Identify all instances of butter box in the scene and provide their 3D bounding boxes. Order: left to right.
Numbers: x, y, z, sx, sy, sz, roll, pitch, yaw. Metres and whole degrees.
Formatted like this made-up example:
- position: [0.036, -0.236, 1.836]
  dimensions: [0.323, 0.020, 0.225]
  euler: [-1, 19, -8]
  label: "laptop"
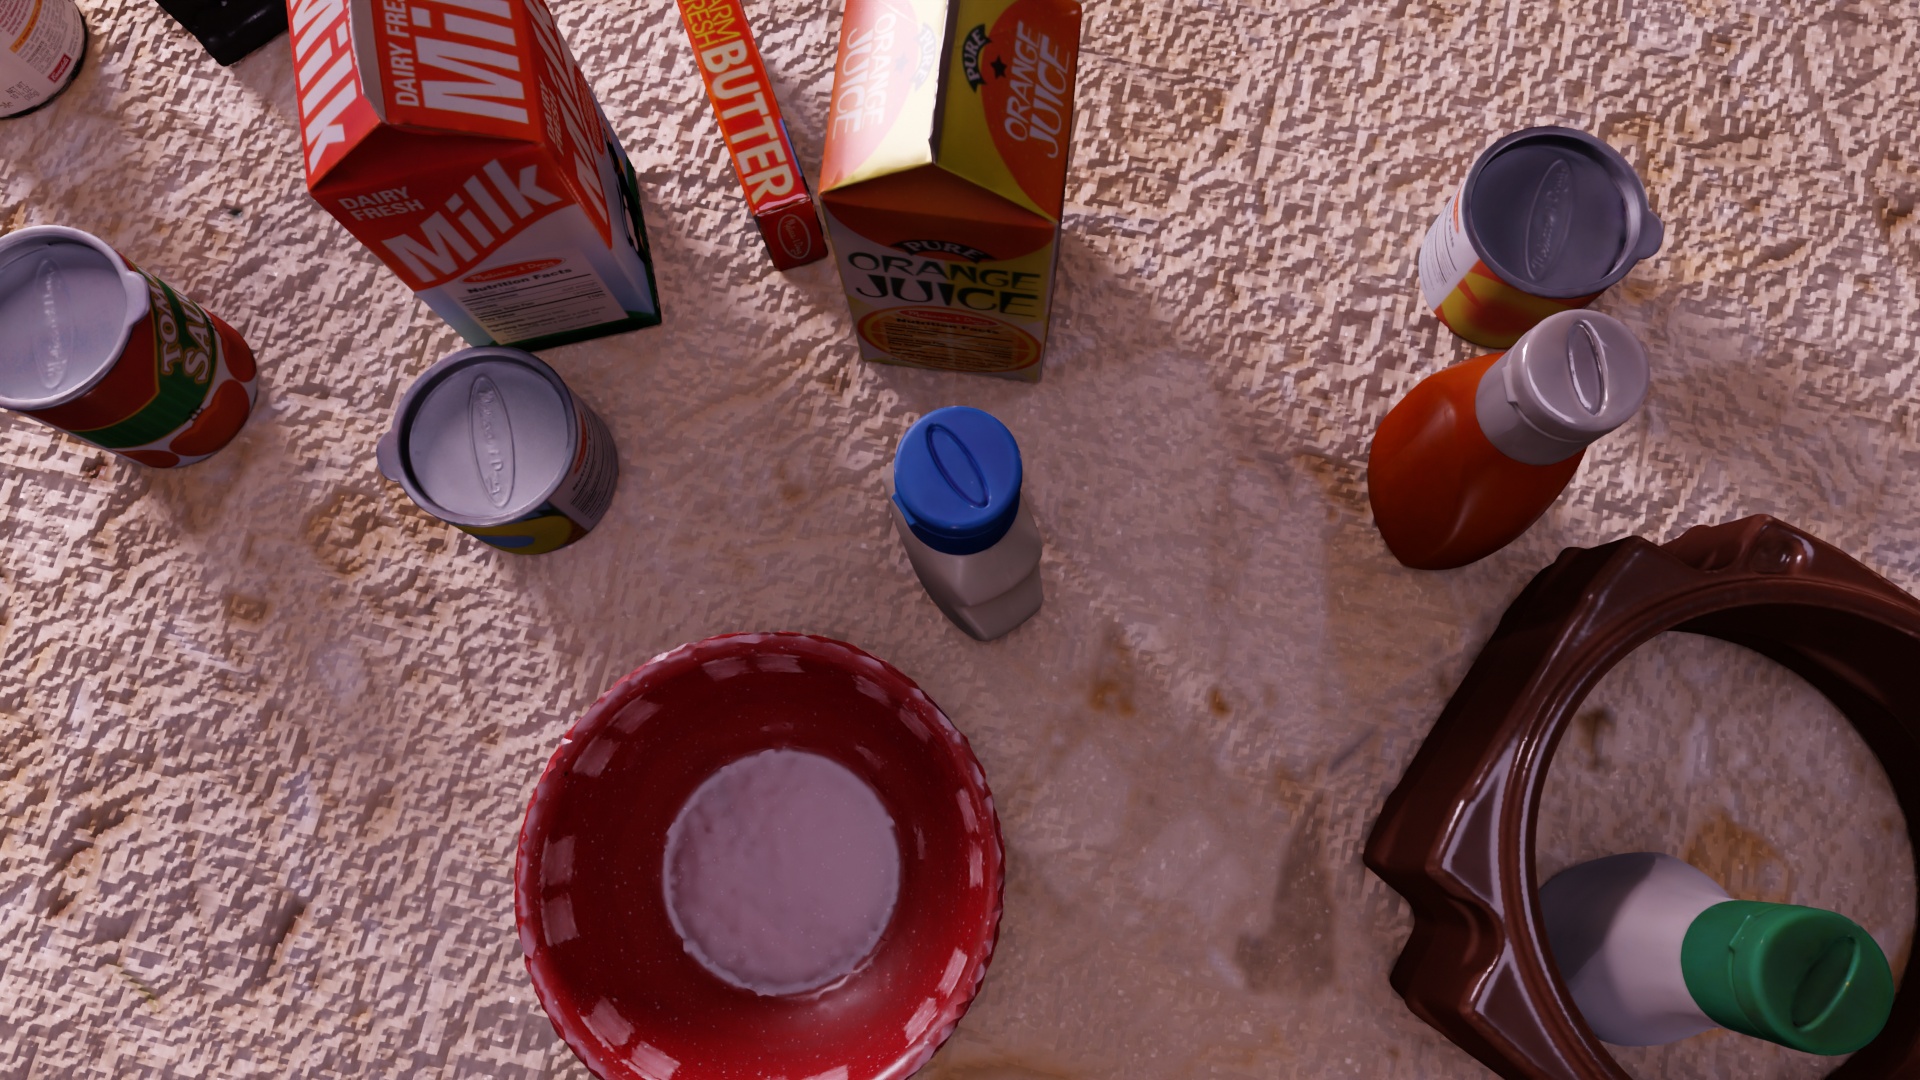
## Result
- position: [-0.081, -0.162, 0.539]
  dimensions: [0.024, 0.053, 0.103]
  euler: [-20, 78, -3]
  label: "butter box"

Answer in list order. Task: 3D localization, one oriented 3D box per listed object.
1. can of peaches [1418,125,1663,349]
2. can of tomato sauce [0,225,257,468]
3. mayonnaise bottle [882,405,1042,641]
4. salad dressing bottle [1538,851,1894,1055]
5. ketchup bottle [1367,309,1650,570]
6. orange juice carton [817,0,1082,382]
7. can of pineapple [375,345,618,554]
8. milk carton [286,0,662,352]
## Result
- position: [0.214, -0.110, 0.520]
  dimensions: [0.071, 0.058, 0.071]
  euler: [0, 78, 1]
  label: "can of peaches"
- position: [-0.309, -0.068, 0.509]
  dimensions: [0.071, 0.083, 0.071]
  euler: [0, 78, 1]
  label: "can of tomato sauce"
- position: [0.002, -0.006, 0.456]
  dimensions: [0.041, 0.148, 0.065]
  euler: [-33, 80, -5]
  label: "mayonnaise bottle"
- position: [0.220, 0.126, 0.423]
  dimensions: [0.044, 0.147, 0.064]
  euler: [38, 82, 8]
  label: "salad dressing bottle"
- position: [0.175, -0.033, 0.457]
  dimensions: [0.043, 0.148, 0.065]
  euler: [-6, 78, 0]
  label: "ketchup bottle"
- position: [-0.002, -0.118, 0.457]
  dimensions: [0.073, 0.192, 0.072]
  euler: [7, 79, 3]
  label: "orange juice carton"
- position: [-0.167, -0.032, 0.511]
  dimensions: [0.071, 0.057, 0.071]
  euler: [0, 78, 1]
  label: "can of pineapple"
- position: [-0.162, -0.130, 0.464]
  dimensions: [0.073, 0.190, 0.072]
  euler: [-12, 78, -1]
  label: "milk carton"
